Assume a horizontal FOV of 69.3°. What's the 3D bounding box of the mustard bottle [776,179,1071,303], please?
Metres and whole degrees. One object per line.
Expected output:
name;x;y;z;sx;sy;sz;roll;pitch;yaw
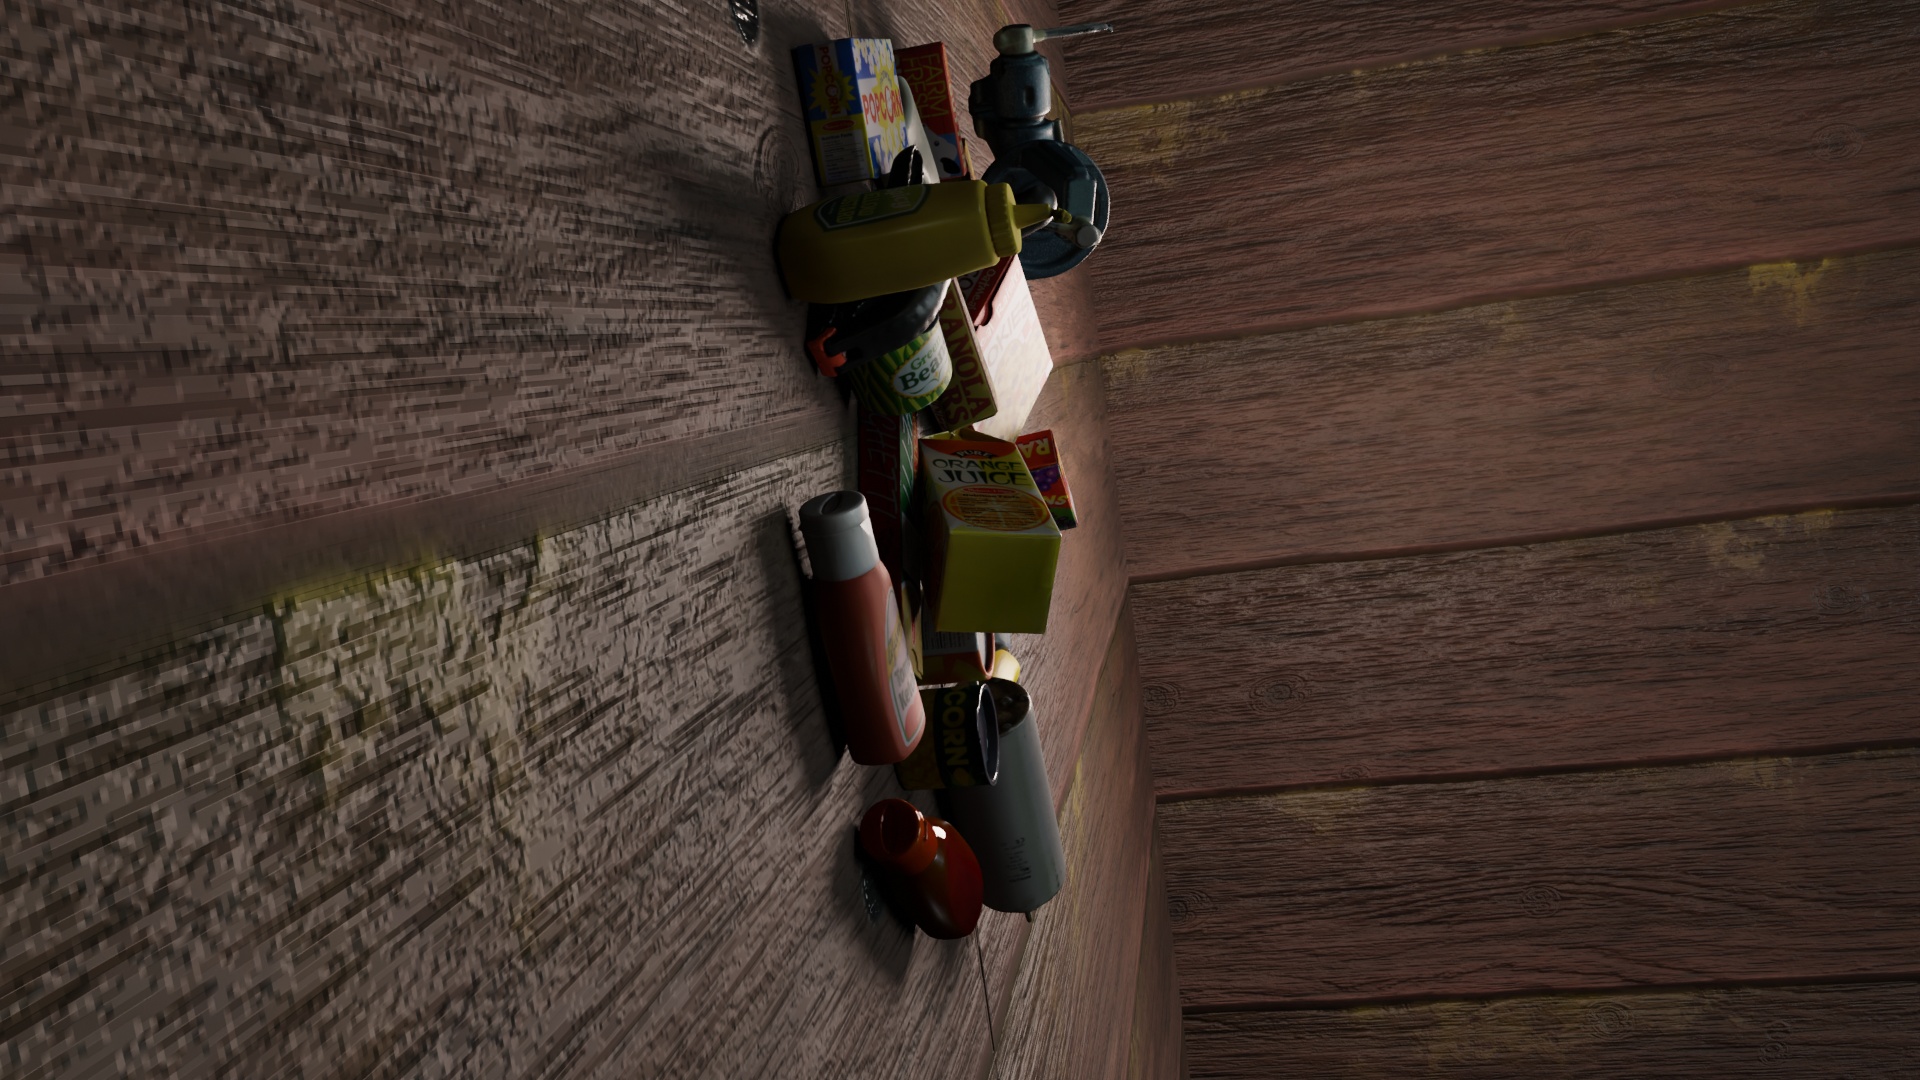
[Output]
mustard bottle;-0.019;-0.170;0.767;0.066;0.160;0.048;-84;163;-52

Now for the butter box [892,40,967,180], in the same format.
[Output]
butter box;-0.029;-0.334;1.090;0.024;0.053;0.103;-75;156;-67

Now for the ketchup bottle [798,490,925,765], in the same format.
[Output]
ketchup bottle;-0.055;0.046;0.760;0.065;0.043;0.148;-74;155;-63

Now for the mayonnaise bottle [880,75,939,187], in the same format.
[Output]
mayonnaise bottle;-0.039;-0.274;1.043;0.147;0.041;0.065;66;18;-60

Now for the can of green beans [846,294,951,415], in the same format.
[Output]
can of green beans;-0.043;-0.120;0.861;0.057;0.071;0.071;71;16;-50

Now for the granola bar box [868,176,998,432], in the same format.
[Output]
granola bar box;-0.018;-0.166;0.964;0.124;0.039;0.165;-90;161;-77

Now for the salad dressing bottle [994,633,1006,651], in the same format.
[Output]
salad dressing bottle;0.010;0.015;1.116;0.064;0.044;0.148;52;32;-66

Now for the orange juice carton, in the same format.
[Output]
orange juice carton;0.008;-0.015;0.932;0.193;0.073;0.071;-110;-155;-62

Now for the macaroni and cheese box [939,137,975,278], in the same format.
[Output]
macaroni and cheese box;-0.004;-0.251;1.208;0.123;0.040;0.167;71;16;-46

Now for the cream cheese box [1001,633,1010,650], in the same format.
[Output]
cream cheese box;0.023;0.066;1.198;0.103;0.024;0.053;35;49;-76

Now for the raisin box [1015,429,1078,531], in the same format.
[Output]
raisin box;0.054;-0.046;1.264;0.123;0.086;0.040;65;15;-59

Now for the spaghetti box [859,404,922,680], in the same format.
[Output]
spaghetti box;-0.045;-0.035;0.896;0.050;0.029;0.251;59;26;-65

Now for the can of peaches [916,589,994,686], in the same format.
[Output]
can of peaches;-0.010;0.065;0.941;0.071;0.058;0.071;-9;92;-79

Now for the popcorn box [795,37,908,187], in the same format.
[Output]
popcorn box;-0.067;-0.279;0.900;0.127;0.038;0.085;-67;148;-69

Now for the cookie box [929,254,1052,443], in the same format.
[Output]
cookie box;0.022;-0.145;1.142;0.123;0.040;0.167;-63;156;-19

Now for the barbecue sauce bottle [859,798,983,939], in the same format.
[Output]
barbecue sauce bottle;-0.022;0.195;0.841;0.148;0.043;0.065;64;22;-59

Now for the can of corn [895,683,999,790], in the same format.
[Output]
can of corn;-0.010;0.128;0.905;0.071;0.058;0.071;-8;92;-79
